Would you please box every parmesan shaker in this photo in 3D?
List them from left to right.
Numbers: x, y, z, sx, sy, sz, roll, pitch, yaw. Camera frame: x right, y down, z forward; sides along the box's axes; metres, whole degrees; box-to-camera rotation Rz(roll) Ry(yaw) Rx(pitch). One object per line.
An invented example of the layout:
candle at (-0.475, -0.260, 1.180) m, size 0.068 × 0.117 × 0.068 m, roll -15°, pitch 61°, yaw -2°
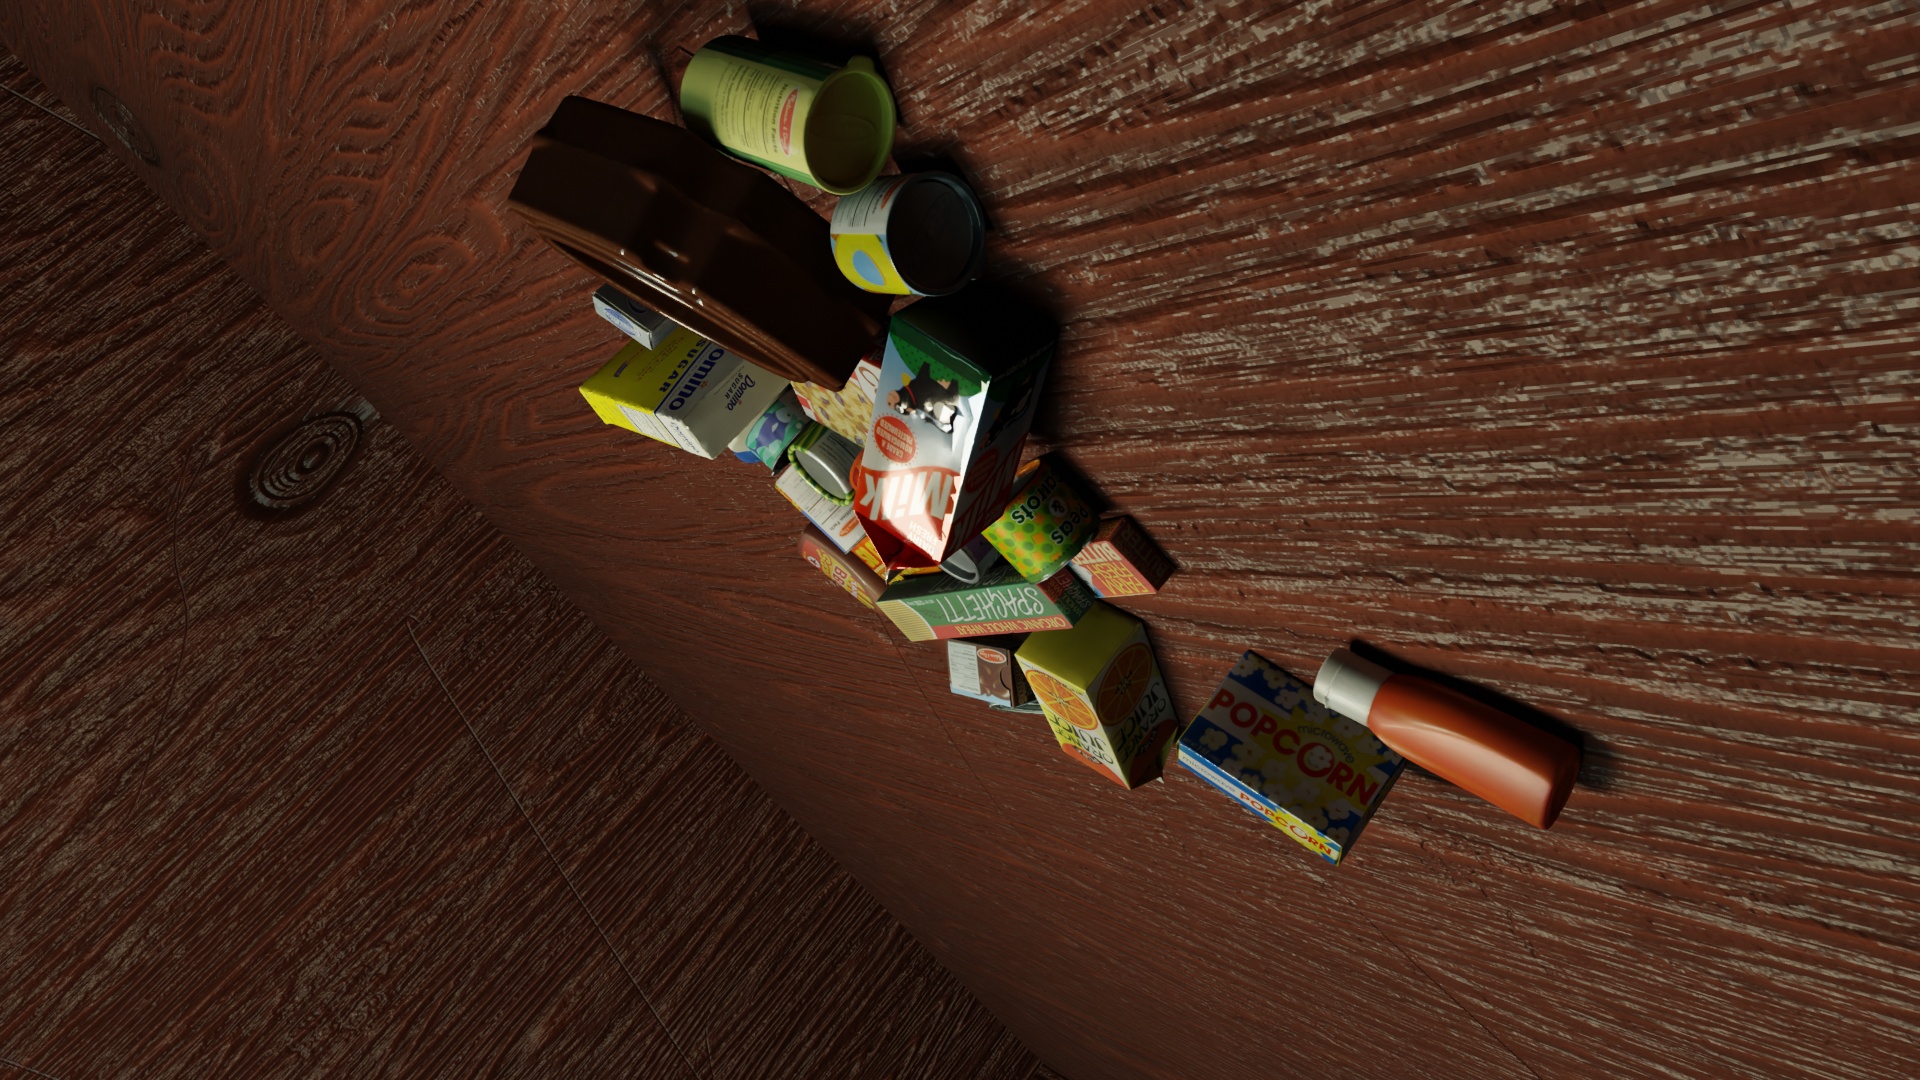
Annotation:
parmesan shaker at (-0.093, -0.234, 0.748) m, size 0.103 × 0.071 × 0.071 m, roll 28°, pitch 156°, yaw 35°

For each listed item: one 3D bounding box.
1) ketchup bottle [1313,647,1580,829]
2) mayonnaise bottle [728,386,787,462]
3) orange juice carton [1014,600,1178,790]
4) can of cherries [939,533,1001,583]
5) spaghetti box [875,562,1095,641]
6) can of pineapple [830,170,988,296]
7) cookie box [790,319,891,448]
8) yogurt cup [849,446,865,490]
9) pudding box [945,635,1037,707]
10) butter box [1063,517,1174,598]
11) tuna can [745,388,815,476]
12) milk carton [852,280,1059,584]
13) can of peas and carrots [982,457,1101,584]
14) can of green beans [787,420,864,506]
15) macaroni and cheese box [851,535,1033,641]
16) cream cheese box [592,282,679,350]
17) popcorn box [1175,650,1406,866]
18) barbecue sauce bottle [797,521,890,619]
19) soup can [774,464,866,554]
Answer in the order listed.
ketchup bottle at (0.279, 0.110, 0.808) m, size 0.149 × 0.044 × 0.064 m, roll 27°, pitch 155°, yaw 34°
mayonnaise bottle at (-0.178, -0.105, 1.172) m, size 0.041 × 0.065 × 0.147 m, roll 60°, pitch 166°, yaw 10°
orange juice carton at (0.115, 0.130, 1.102) m, size 0.072 × 0.073 × 0.191 m, roll 25°, pitch 155°, yaw 36°
can of cherries at (0.004, -0.013, 1.033) m, size 0.071 × 0.058 × 0.071 m, roll 36°, pitch 160°, yaw 15°
spaghetti box at (0.012, 0.048, 1.080) m, size 0.050 × 0.029 × 0.249 m, roll 48°, pitch 154°, yaw -17°
can of pineapple at (-0.028, -0.167, 0.763) m, size 0.058 × 0.071 × 0.070 m, roll 15°, pitch 147°, yaw 51°
cookie box at (-0.057, -0.107, 0.977) m, size 0.168 × 0.040 × 0.122 m, roll 30°, pitch 157°, yaw 31°
yogurt cup at (-0.047, -0.046, 1.051) m, size 0.054 × 0.072 × 0.072 m, roll 41°, pitch 161°, yaw 25°
pudding box at (0.025, 0.104, 1.129) m, size 0.083 × 0.030 × 0.049 m, roll 5°, pitch 103°, yaw 52°
butter box at (0.100, 0.014, 0.963) m, size 0.053 × 0.024 × 0.103 m, roll 46°, pitch 160°, yaw -14°
tuna can at (-0.142, -0.088, 1.125) m, size 0.033 × 0.071 × 0.071 m, roll 42°, pitch 160°, yaw 3°
milk carton at (-0.010, -0.056, 0.849) m, size 0.073 × 0.073 × 0.189 m, roll 34°, pitch 135°, yaw 19°
can of peas and carrots at (0.052, -0.014, 0.932) m, size 0.058 × 0.071 × 0.071 m, roll 46°, pitch 159°, yaw -10°
can of green beans at (-0.093, -0.069, 1.092) m, size 0.071 × 0.058 × 0.071 m, roll 35°, pitch 159°, yaw 16°
macaroni and cheese box at (-0.006, 0.039, 1.183) m, size 0.166 × 0.040 × 0.123 m, roll 43°, pitch 159°, yaw -6°
cream cheese box at (-0.206, -0.186, 0.990) m, size 0.053 × 0.104 × 0.024 m, roll 35°, pitch 152°, yaw 12°
popcorn box at (0.219, 0.142, 0.922) m, size 0.127 × 0.085 × 0.038 m, roll 32°, pitch 157°, yaw 24°
barbecue sauce bottle at (-0.086, 0.036, 1.317) m, size 0.148 × 0.044 × 0.064 m, roll 37°, pitch 158°, yaw 10°
soup can at (-0.102, -0.041, 1.160) m, size 0.084 × 0.071 × 0.071 m, roll 44°, pitch 160°, yaw -4°
